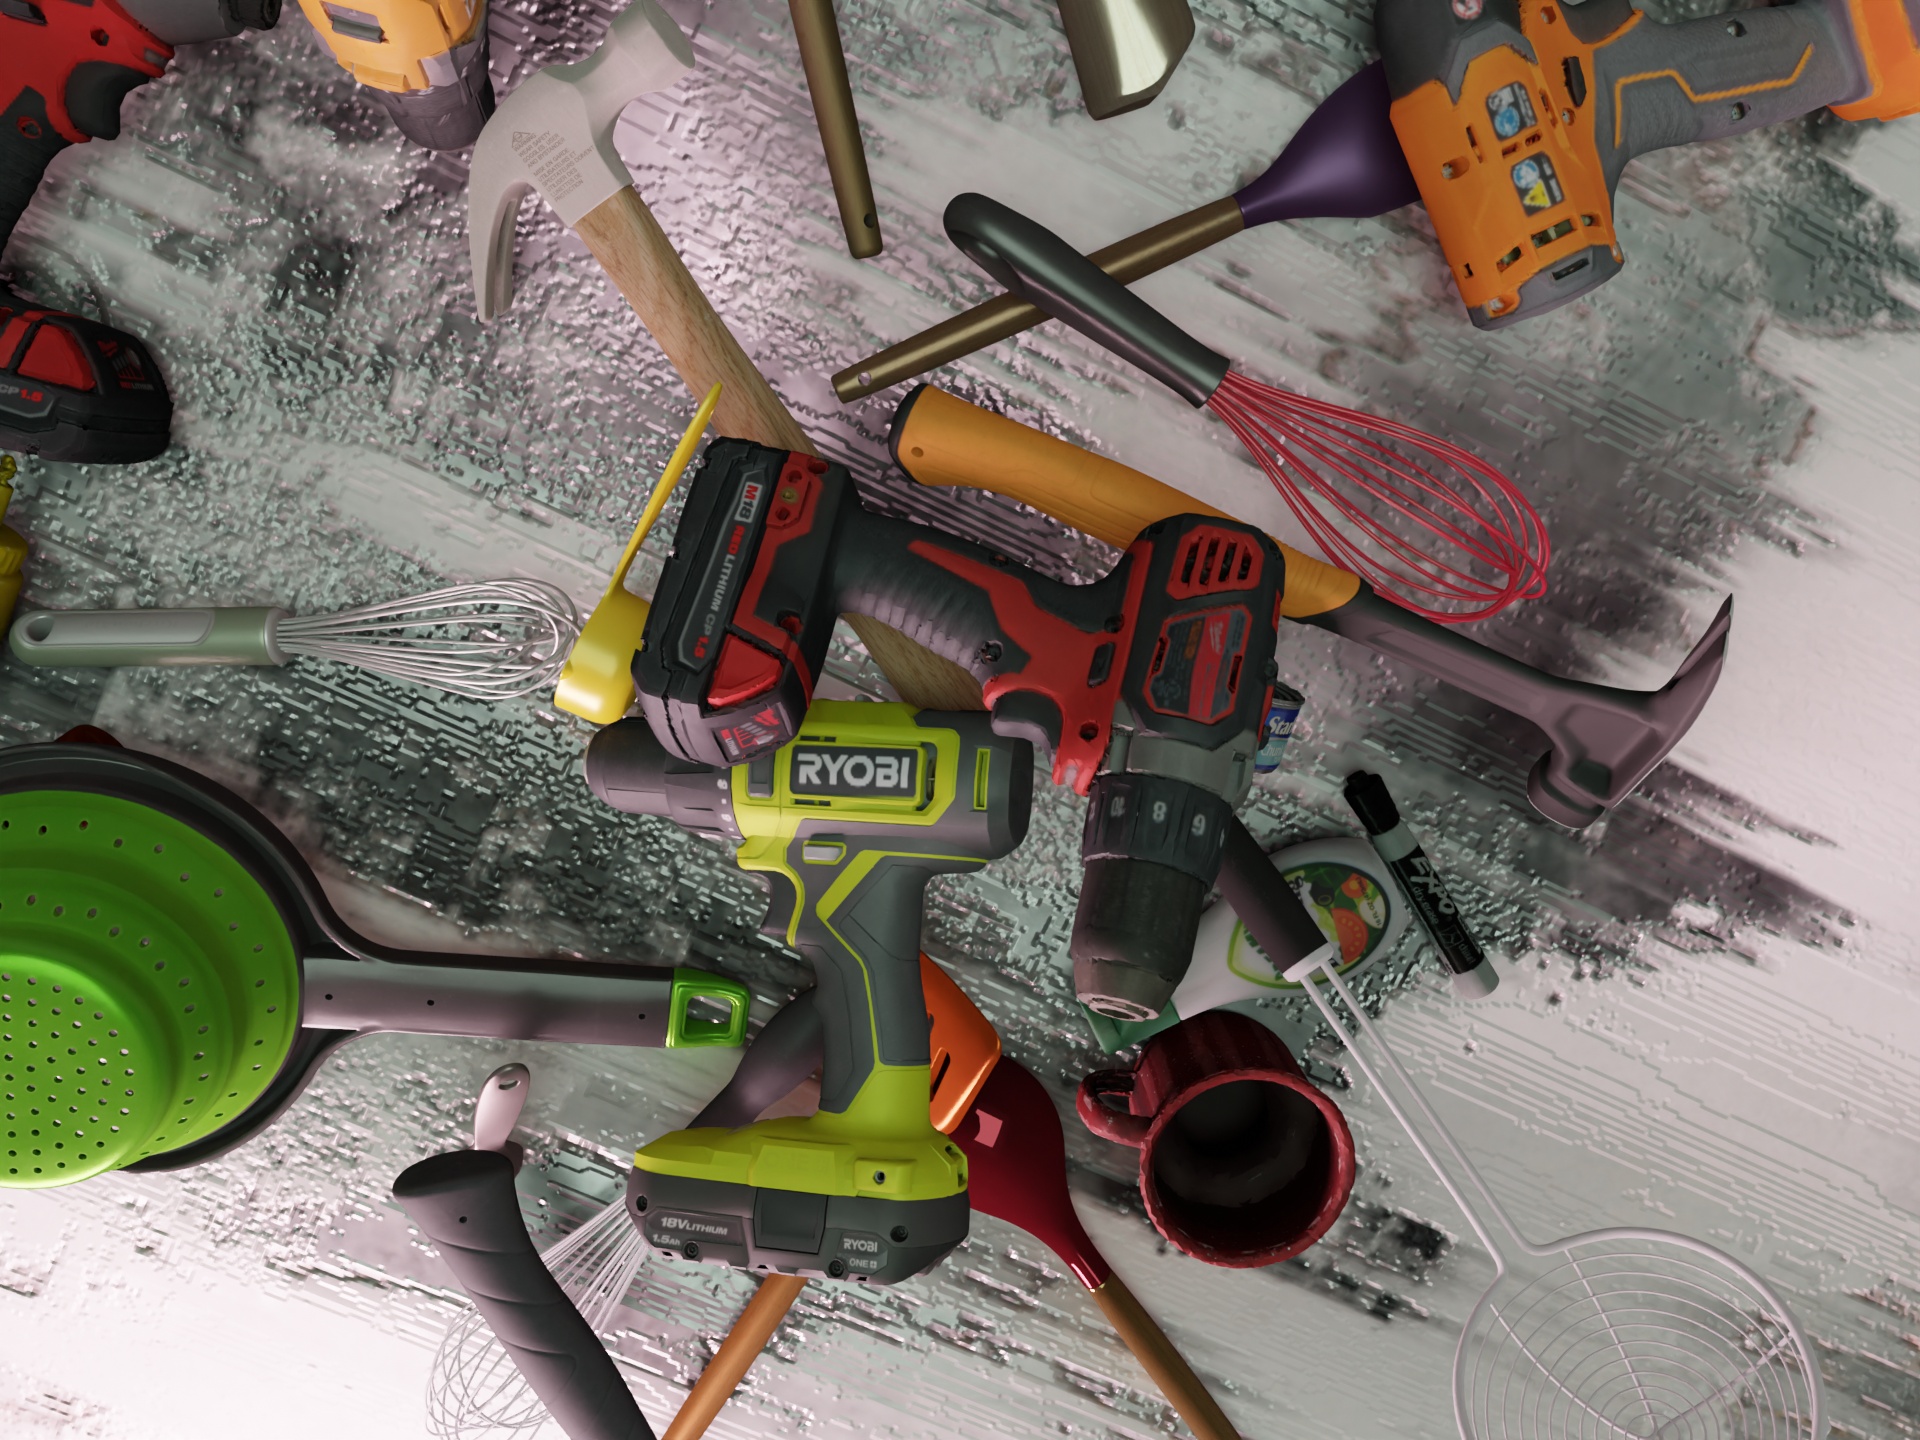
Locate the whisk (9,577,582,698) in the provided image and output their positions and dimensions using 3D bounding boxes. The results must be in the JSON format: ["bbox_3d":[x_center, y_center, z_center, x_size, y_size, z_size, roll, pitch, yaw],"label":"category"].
[{"bbox_3d":[-0.281,-0.036,0.673,0.246,0.059,0.058,-1,64,2],"label":"whisk"}]

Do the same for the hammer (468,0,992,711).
[{"bbox_3d":[-0.081,-0.112,0.660,0.130,0.031,0.331,-29,106,19],"label":"hammer"}]

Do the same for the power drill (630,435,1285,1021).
[{"bbox_3d":[-0.001,-0.002,0.589,0.226,0.080,0.188,13,72,5],"label":"power drill"}]

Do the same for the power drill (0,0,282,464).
[{"bbox_3d":[-0.353,-0.217,0.619,0.143,0.078,0.219,14,98,-5],"label":"power drill"}]

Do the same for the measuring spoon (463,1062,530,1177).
[{"bbox_3d":[-0.203,0.182,0.696,0.034,0.018,0.124,-5,147,-26],"label":"measuring spoon"}]

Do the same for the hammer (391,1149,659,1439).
[{"bbox_3d":[-0.140,0.355,0.718,0.149,0.036,0.408,-28,111,-9],"label":"hammer"}]

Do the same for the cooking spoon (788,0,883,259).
[{"bbox_3d":[-0.073,-0.343,0.623,0.069,0.017,0.318,-24,108,-37],"label":"cooking spoon"}]

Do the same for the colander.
[{"bbox_3d":[-0.286,0.127,0.659,0.397,0.095,0.204,6,109,-11],"label":"colander"}]

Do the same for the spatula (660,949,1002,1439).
[{"bbox_3d":[-0.078,0.246,0.738,0.081,0.041,0.322,41,105,35],"label":"spatula"}]

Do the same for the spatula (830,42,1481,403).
[{"bbox_3d":[0.091,-0.204,0.663,0.316,0.018,0.059,-24,101,2],"label":"spatula"}]

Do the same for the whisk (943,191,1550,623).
[{"bbox_3d":[0.119,-0.127,0.651,0.295,0.073,0.073,31,99,-9],"label":"whisk"}]

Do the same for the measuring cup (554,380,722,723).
[{"bbox_3d":[-0.122,-0.064,0.649,0.029,0.062,0.156,29,113,-5],"label":"measuring cup"}]

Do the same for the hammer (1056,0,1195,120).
[{"bbox_3d":[-0.007,-0.435,0.603,0.146,0.038,0.410,-19,102,3],"label":"hammer"}]

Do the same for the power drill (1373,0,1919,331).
[{"bbox_3d":[0.276,-0.274,0.619,0.226,0.084,0.164,-26,101,2],"label":"power drill"}]

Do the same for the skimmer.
[{"bbox_3d":[0.176,0.142,0.623,0.127,0.090,0.363,-34,72,-2],"label":"skimmer"}]

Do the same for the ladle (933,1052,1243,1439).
[{"bbox_3d":[0.079,0.286,0.763,0.069,0.031,0.315,-34,103,6],"label":"ladle"}]

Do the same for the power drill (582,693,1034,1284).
[{"bbox_3d":[-0.072,0.102,0.660,0.190,0.080,0.228,2,83,14],"label":"power drill"}]

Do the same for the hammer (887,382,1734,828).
[{"bbox_3d":[0.128,-0.063,0.642,0.337,0.034,0.127,24,145,6],"label":"hammer"}]

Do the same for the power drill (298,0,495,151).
[{"bbox_3d":[-0.181,-0.332,0.570,0.084,0.185,0.226,13,82,-5],"label":"power drill"}]

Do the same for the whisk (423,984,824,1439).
[{"bbox_3d":[-0.148,0.226,0.727,0.070,0.070,0.284,40,94,-9],"label":"whisk"}]
